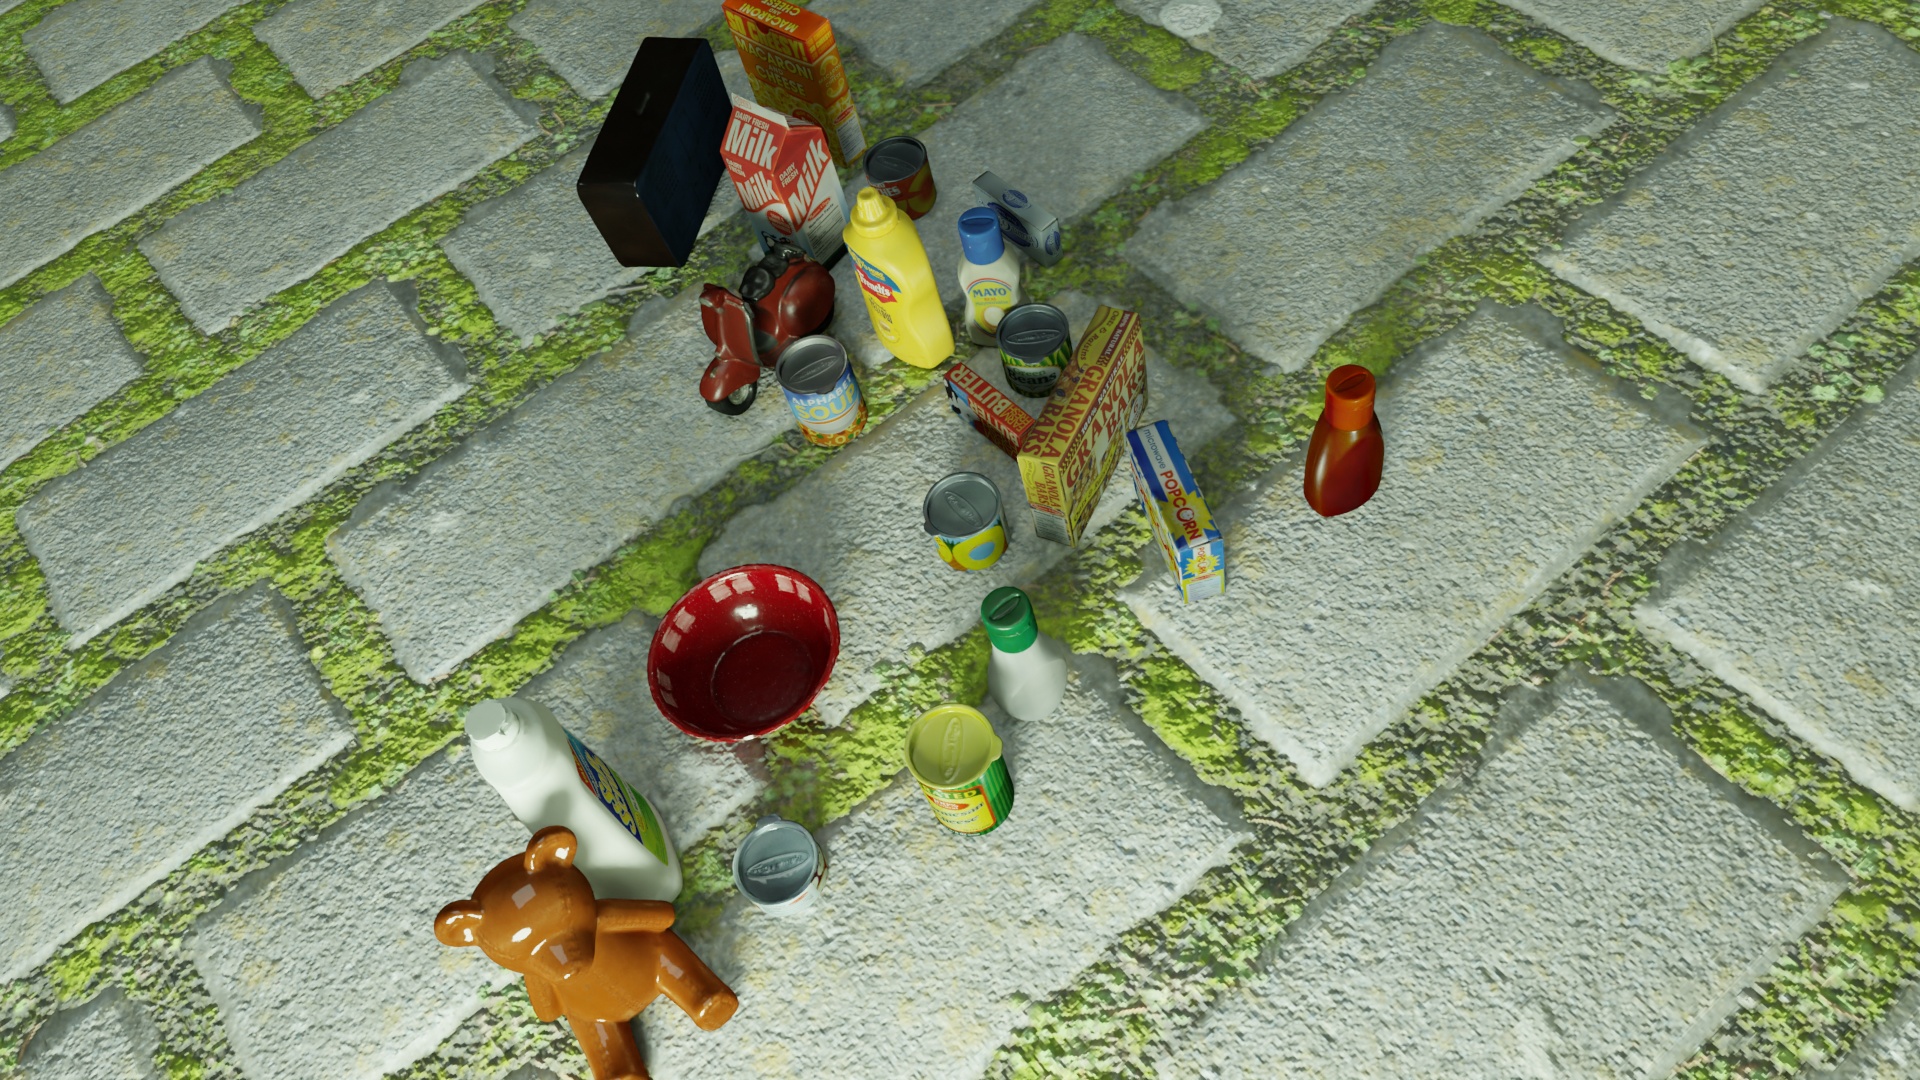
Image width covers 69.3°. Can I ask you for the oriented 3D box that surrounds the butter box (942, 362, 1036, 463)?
[{"bbox_3d":[0.029,-0.111,1.231,0.024,0.053,0.104,-41,59,-14],"label":"butter box"}]

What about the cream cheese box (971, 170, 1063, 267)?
[{"bbox_3d":[0.056,-0.313,1.355,0.024,0.053,0.104,-40,59,-14],"label":"cream cheese box"}]

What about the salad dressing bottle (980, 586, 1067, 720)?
[{"bbox_3d":[0.046,0.085,1.045,0.064,0.147,0.044,-38,58,-12],"label":"salad dressing bottle"}]

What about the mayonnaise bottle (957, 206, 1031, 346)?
[{"bbox_3d":[0.027,-0.236,1.254,0.065,0.147,0.041,-2,58,11],"label":"mayonnaise bottle"}]

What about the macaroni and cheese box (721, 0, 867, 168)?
[{"bbox_3d":[-0.170,-0.478,1.440,0.124,0.165,0.040,32,69,27],"label":"macaroni and cheese box"}]

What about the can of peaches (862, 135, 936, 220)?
[{"bbox_3d":[-0.062,-0.365,1.410,0.071,0.057,0.071,-5,57,9],"label":"can of peaches"}]

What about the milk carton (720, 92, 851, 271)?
[{"bbox_3d":[-0.168,-0.346,1.340,0.072,0.189,0.074,29,68,26],"label":"milk carton"}]

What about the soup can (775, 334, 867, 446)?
[{"bbox_3d":[-0.124,-0.132,1.258,0.071,0.083,0.071,-5,57,9],"label":"soup can"}]

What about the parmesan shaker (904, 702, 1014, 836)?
[{"bbox_3d":[0.004,0.172,1.025,0.071,0.102,0.071,-5,57,9],"label":"parmesan shaker"}]

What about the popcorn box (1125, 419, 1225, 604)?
[{"bbox_3d":[0.174,-0.024,1.125,0.038,0.085,0.127,-19,56,0],"label":"popcorn box"}]

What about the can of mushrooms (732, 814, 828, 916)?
[{"bbox_3d":[-0.135,0.245,1.049,0.071,0.033,0.071,-5,57,8],"label":"can of mushrooms"}]

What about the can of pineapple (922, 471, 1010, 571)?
[{"bbox_3d":[0.004,-0.015,1.172,0.071,0.057,0.071,-5,57,9],"label":"can of pineapple"}]

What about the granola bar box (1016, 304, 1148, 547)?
[{"bbox_3d":[0.107,-0.095,1.162,0.039,0.123,0.166,18,63,22],"label":"granola bar box"}]

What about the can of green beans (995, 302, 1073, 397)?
[{"bbox_3d":[0.069,-0.172,1.259,0.071,0.057,0.071,-5,57,9],"label":"can of green beans"}]

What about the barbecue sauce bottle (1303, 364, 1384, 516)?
[{"bbox_3d":[0.304,-0.079,1.096,0.065,0.148,0.044,-29,57,-7],"label":"barbecue sauce bottle"}]
